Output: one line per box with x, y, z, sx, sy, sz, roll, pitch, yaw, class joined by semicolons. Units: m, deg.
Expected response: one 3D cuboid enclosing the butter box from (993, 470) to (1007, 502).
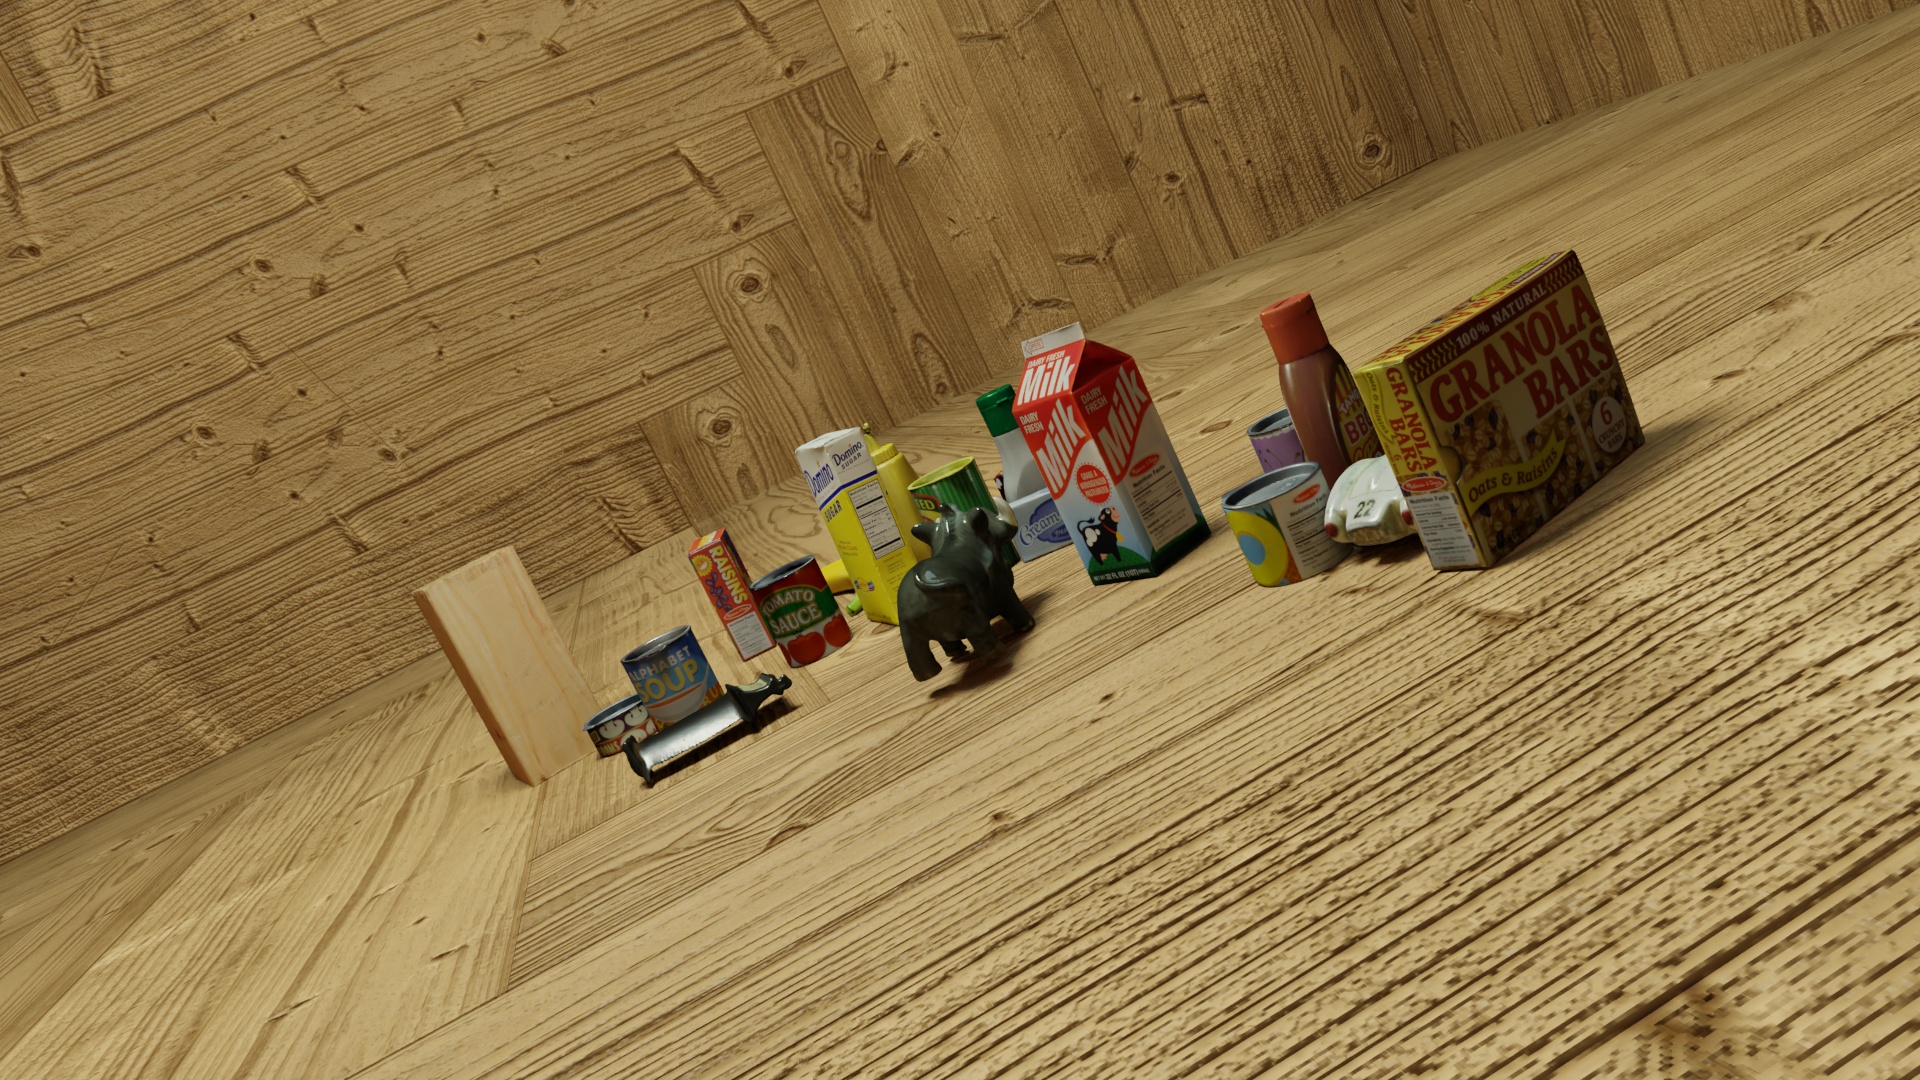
0.091;-0.061;1.422;0.103;0.053;0.024;-21;11;25;butter box

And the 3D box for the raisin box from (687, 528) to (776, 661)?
-0.231;0.054;1.410;0.040;0.123;0.086;-26;10;-2;raisin box

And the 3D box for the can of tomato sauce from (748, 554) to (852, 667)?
-0.145;0.065;1.262;0.071;0.083;0.071;-25;10;5;can of tomato sauce

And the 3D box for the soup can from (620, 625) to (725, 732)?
-0.243;0.125;1.191;0.071;0.083;0.071;-25;10;5;soup can

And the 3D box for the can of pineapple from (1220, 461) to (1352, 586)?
0.206;-0.010;0.880;0.071;0.057;0.071;-24;10;5;can of pineapple

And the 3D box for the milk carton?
0.105;-0.069;1.039;0.074;0.190;0.072;-32;12;-35;milk carton

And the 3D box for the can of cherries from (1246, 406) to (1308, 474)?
0.260;-0.070;1.049;0.071;0.058;0.071;-24;10;5;can of cherries

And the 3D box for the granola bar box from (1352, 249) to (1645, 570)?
0.307;-0.075;0.779;0.166;0.124;0.039;-31;11;-29;granola bar box

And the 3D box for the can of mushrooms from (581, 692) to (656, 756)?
-0.309;0.169;1.270;0.071;0.033;0.071;-24;10;5;can of mushrooms

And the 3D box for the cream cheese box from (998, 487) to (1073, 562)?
0.092;-0.024;1.231;0.103;0.053;0.024;-23;10;15;cream cheese box

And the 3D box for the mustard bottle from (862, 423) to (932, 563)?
-0.065;-0.047;1.418;0.048;0.160;0.065;-21;11;26;mustard bottle

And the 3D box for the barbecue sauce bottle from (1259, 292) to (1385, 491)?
0.248;-0.094;0.947;0.043;0.148;0.065;-17;13;42;barbecue sauce bottle

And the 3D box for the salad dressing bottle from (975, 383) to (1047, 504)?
0.061;-0.070;1.272;0.064;0.147;0.044;-27;10;-11;salad dressing bottle

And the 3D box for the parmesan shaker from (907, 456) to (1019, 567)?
0.004;-0.016;1.258;0.071;0.103;0.071;-25;10;5;parmesan shaker
